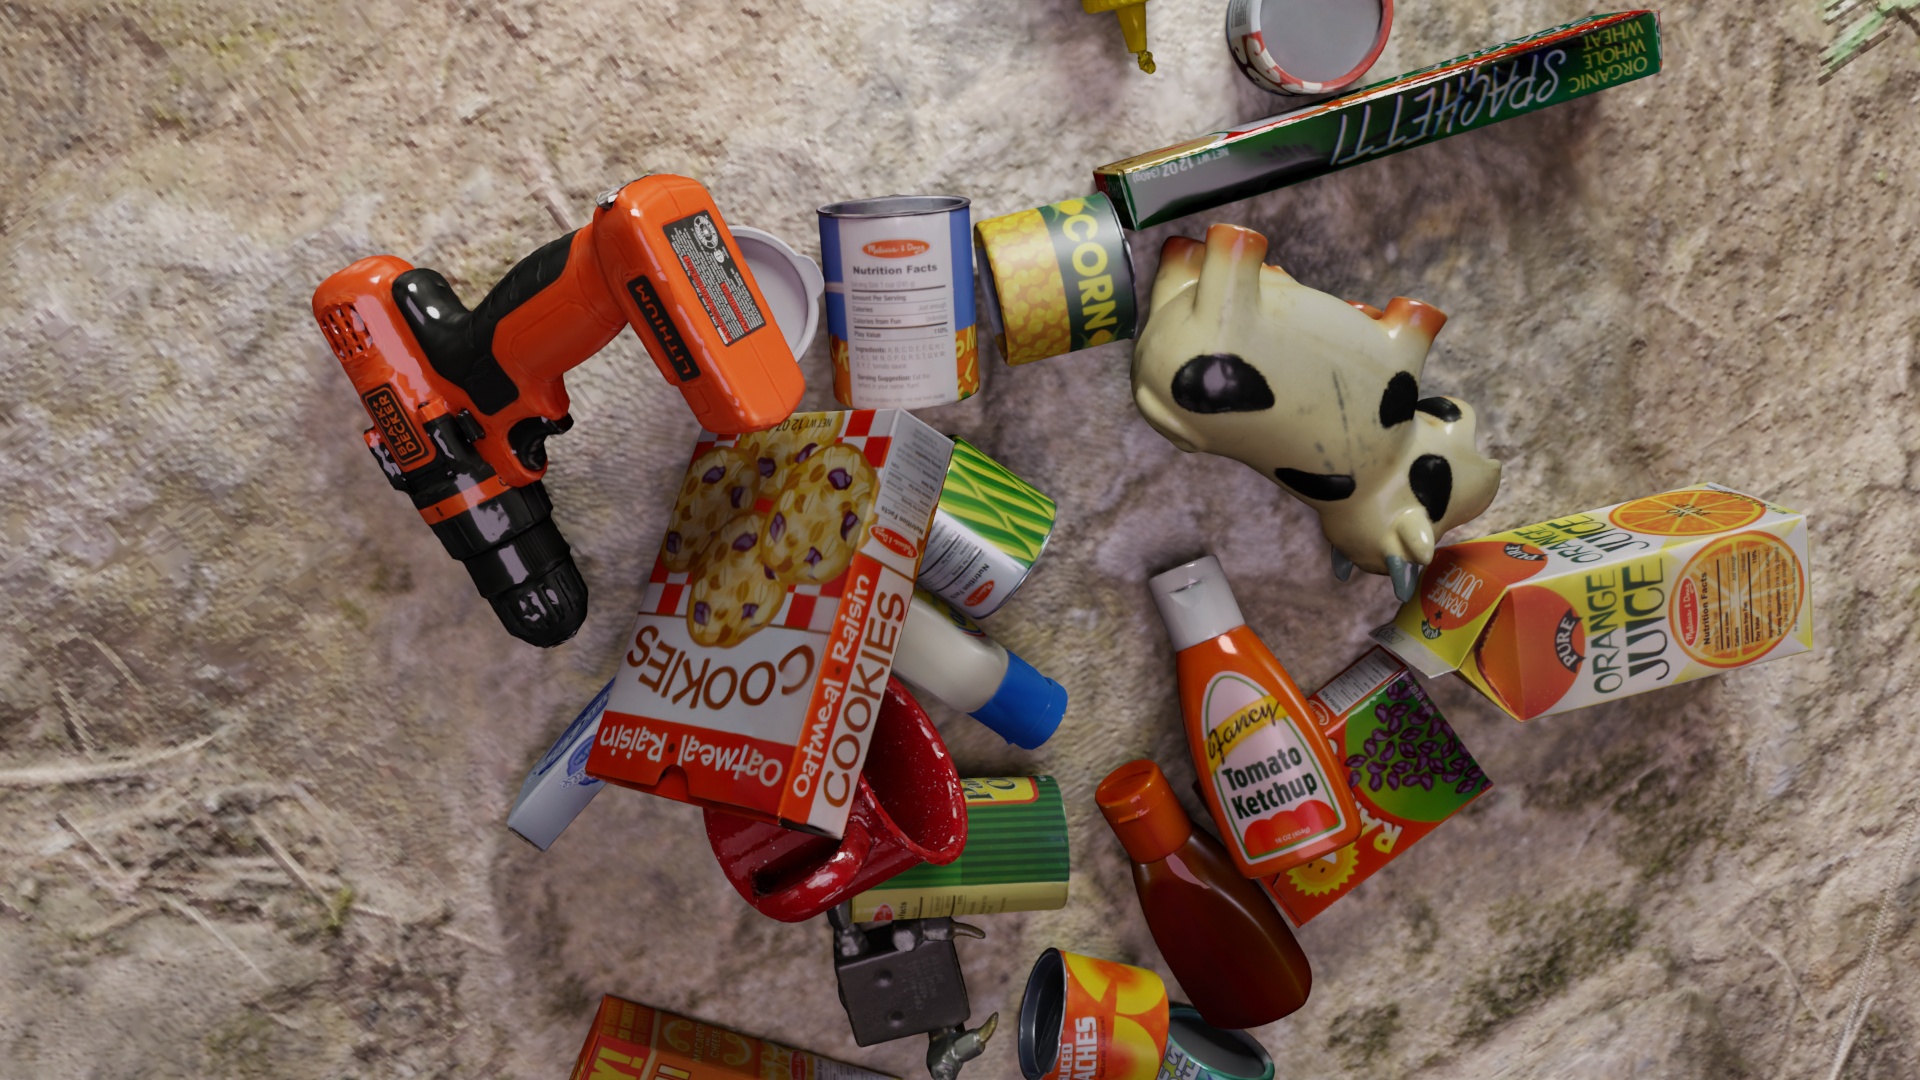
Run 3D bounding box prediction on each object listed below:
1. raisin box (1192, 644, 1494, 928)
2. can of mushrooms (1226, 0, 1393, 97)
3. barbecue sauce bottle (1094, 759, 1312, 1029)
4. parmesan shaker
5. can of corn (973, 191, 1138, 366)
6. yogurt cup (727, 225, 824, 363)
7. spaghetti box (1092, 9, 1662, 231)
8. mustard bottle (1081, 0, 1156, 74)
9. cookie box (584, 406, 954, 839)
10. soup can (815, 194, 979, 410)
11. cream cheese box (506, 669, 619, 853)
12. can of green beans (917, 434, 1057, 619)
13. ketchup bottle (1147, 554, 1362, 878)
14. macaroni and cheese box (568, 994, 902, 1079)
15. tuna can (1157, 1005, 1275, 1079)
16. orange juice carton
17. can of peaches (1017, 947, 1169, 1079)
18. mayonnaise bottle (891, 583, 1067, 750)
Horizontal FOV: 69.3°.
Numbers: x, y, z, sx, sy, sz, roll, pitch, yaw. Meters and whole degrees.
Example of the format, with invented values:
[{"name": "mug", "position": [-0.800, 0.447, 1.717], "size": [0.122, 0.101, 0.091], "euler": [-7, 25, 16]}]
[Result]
[{"name": "raisin box", "position": [0.194, 0.126, 0.709], "size": [0.123, 0.040, 0.086], "euler": [-38, 107, 4]}, {"name": "can of mushrooms", "position": [0.156, -0.230, 0.614], "size": [0.071, 0.033, 0.071], "euler": [-2, 104, -7]}, {"name": "barbecue sauce bottle", "position": [0.120, 0.180, 0.709], "size": [0.064, 0.044, 0.148], "euler": [-24, 107, 27]}, {"name": "parmesan shaker", "position": [-0.004, 0.150, 0.679], "size": [0.103, 0.071, 0.071], "euler": [-2, 105, -8]}, {"name": "can of corn", "position": [0.041, -0.114, 0.610], "size": [0.058, 0.071, 0.071], "euler": [-14, 106, -3]}, {"name": "yogurt cup", "position": [-0.096, -0.103, 0.604], "size": [0.072, 0.054, 0.072], "euler": [-2, 105, -7]}, {"name": "spaghetti box", "position": [0.185, -0.188, 0.620], "size": [0.250, 0.050, 0.028], "euler": [-17, 108, -3]}, {"name": "mustard bottle", "position": [0.061, -0.274, 0.576], "size": [0.049, 0.065, 0.159], "euler": [-17, 110, -7]}, {"name": "cookie box", "position": [-0.080, 0.029, 0.573], "size": [0.040, 0.123, 0.168], "euler": [32, 68, -45]}, {"name": "soup can", "position": [-0.026, -0.105, 0.607], "size": [0.071, 0.071, 0.083], "euler": [-5, 110, -6]}, {"name": "cream cheese box", "position": [-0.166, 0.091, 0.646], "size": [0.024, 0.053, 0.103], "euler": [41, 96, -17]}, {"name": "can of green beans", "position": [0.002, -0.007, 0.636], "size": [0.058, 0.071, 0.071], "euler": [34, 98, -14]}, {"name": "ketchup bottle", "position": [0.134, 0.081, 0.663], "size": [0.064, 0.043, 0.149], "euler": [-24, 83, 12]}, {"name": "macaroni and cheese box", "position": [-0.127, 0.318, 0.717], "size": [0.166, 0.040, 0.123], "euler": [21, 100, -12]}, {"name": "tuna can", "position": [0.126, 0.275, 0.724], "size": [0.071, 0.071, 0.032], "euler": [18, 101, -11]}, {"name": "orange juice carton", "position": [0.305, 0.033, 0.682], "size": [0.193, 0.072, 0.072], "euler": [-13, 106, -4]}, {"name": "can of peaches", "position": [0.068, 0.249, 0.708], "size": [0.058, 0.071, 0.071], "euler": [16, 102, -12]}, {"name": "mayonnaise bottle", "position": [-0.016, 0.047, 0.652], "size": [0.148, 0.065, 0.041], "euler": [35, 95, -18]}]
